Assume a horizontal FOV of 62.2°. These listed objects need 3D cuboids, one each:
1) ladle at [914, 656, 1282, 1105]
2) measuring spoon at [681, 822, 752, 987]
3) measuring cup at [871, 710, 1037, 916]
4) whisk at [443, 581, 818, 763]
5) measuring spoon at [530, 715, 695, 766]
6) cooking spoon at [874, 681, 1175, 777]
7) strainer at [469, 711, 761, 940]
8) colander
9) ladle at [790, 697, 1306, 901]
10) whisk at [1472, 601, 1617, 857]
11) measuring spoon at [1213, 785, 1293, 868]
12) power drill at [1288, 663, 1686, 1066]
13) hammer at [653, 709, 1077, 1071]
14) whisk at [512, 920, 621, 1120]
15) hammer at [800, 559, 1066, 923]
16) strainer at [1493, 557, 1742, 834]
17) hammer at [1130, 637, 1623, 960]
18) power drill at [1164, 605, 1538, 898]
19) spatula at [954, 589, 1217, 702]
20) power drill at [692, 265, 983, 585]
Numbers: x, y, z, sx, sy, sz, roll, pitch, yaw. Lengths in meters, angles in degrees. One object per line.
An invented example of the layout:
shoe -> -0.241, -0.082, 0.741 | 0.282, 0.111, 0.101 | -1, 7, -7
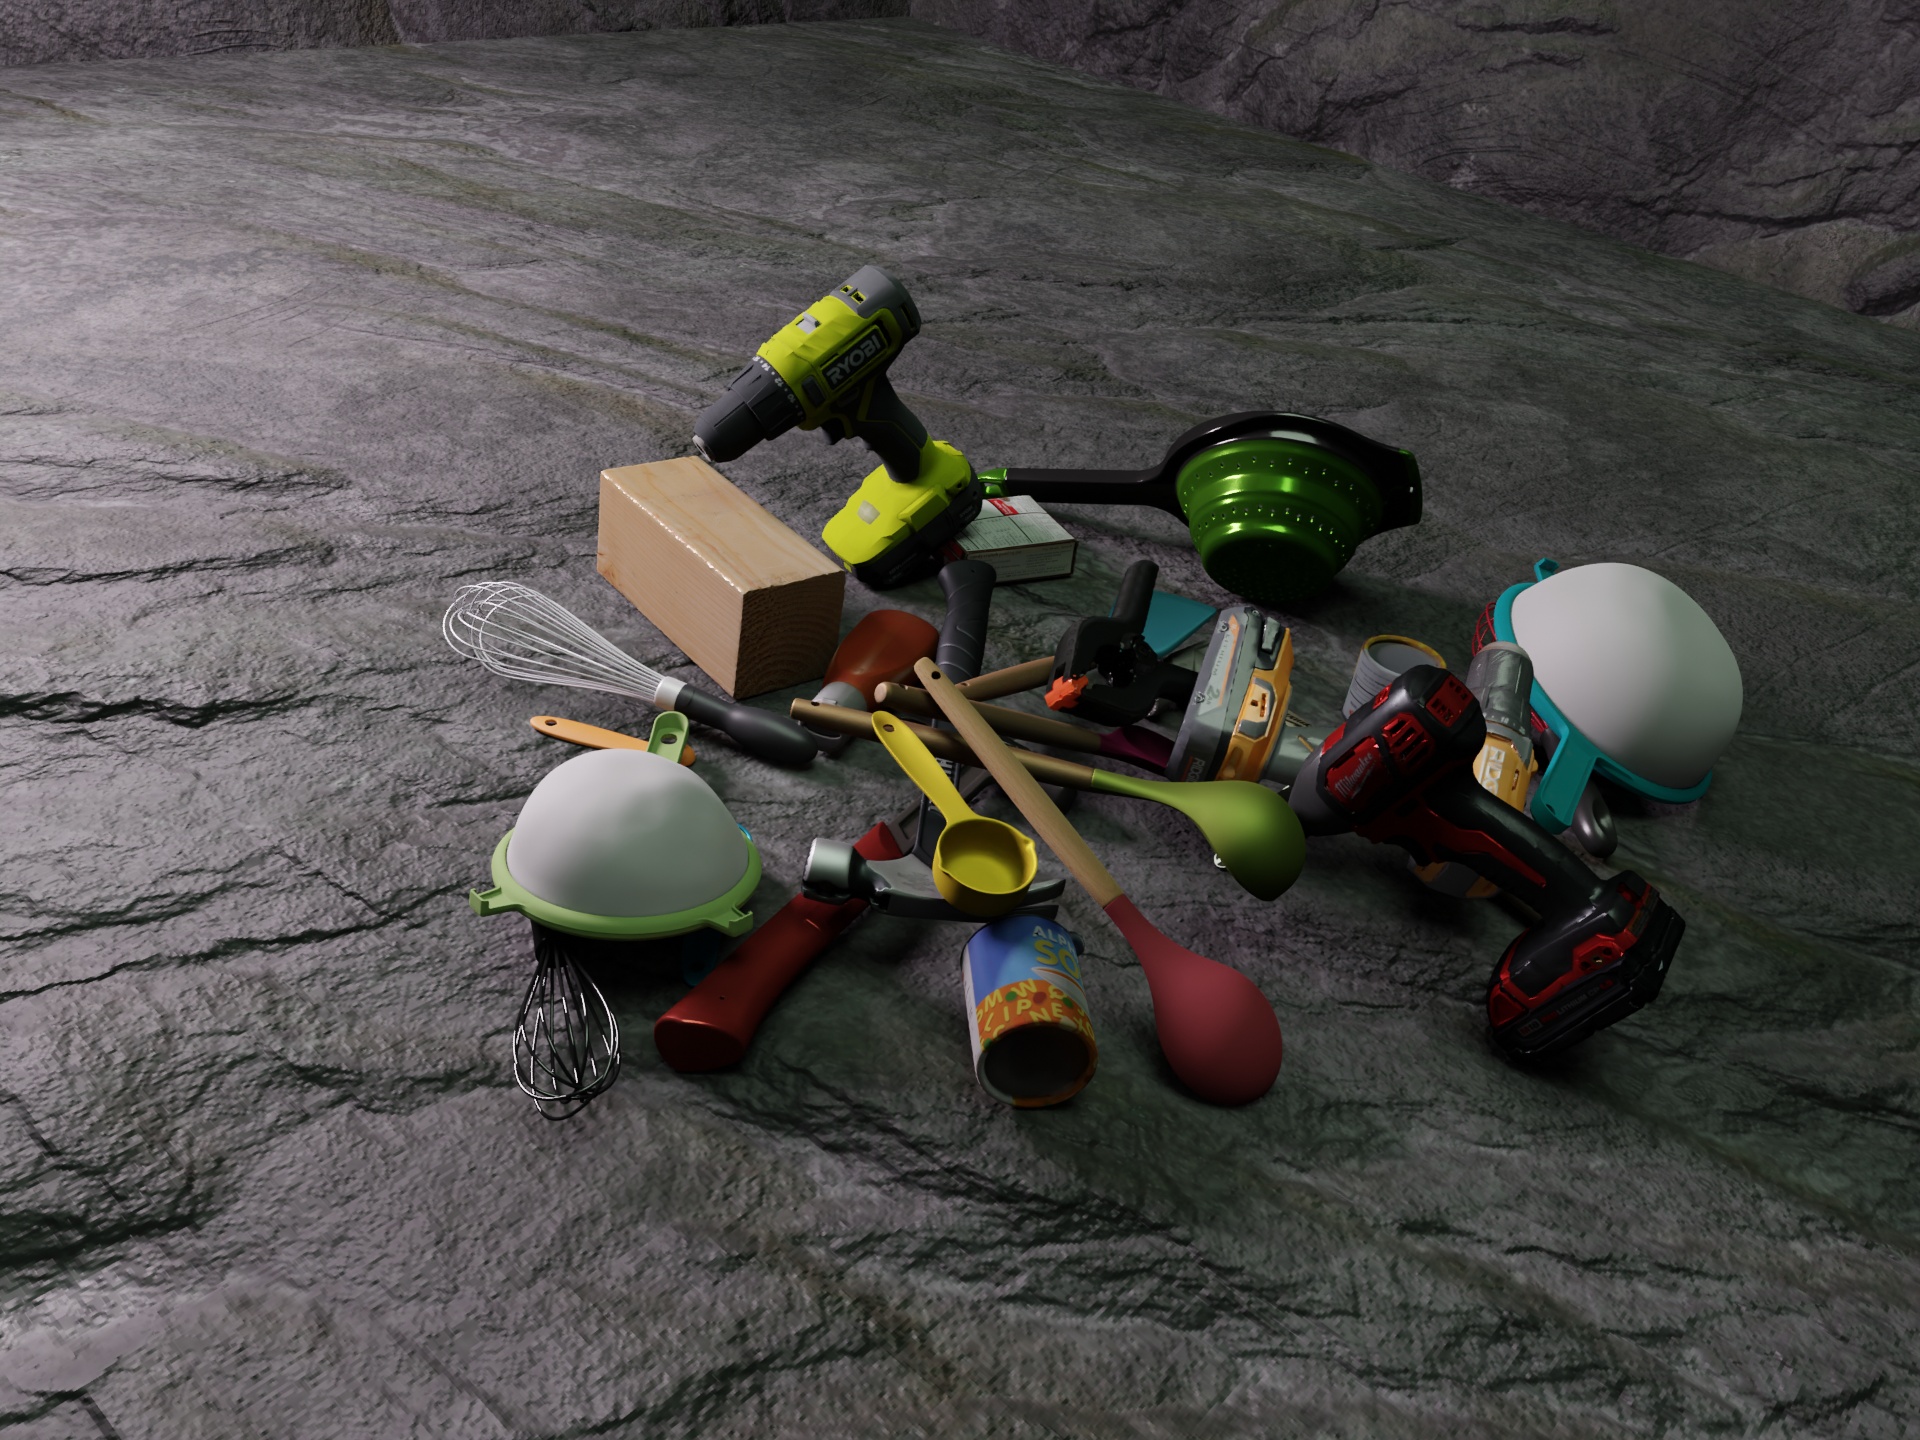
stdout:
ladle -> 0.072, 0.083, 0.904 | 0.069, 0.031, 0.316 | -33, 73, -20
measuring spoon -> -0.148, 0.111, 0.939 | 0.042, 0.021, 0.129 | 3, 42, -2
measuring cup -> -0.012, 0.052, 0.911 | 0.062, 0.029, 0.157 | -13, 46, -30
whisk -> -0.228, -0.028, 1.094 | 0.284, 0.070, 0.070 | 22, 35, 10
measuring spoon -> -0.234, 0.011, 1.068 | 0.117, 0.011, 0.021 | 13, 33, 6
cooking spoon -> 0.068, 0.011, 1.036 | 0.318, 0.017, 0.069 | 13, 26, -42
strainer -> -0.187, 0.034, 0.944 | 0.151, 0.069, 0.257 | 5, 26, -4
colander -> 0.189, -0.170, 1.372 | 0.397, 0.204, 0.095 | 4, 65, 22
ladle -> 0.051, 0.040, 0.957 | 0.320, 0.062, 0.078 | 14, 30, 5
whisk -> 0.450, 0.000, 1.217 | 0.073, 0.073, 0.296 | 7, 39, -3
measuring spoon -> 0.214, 0.062, 1.069 | 0.124, 0.018, 0.034 | -38, 65, -18
power drill -> 0.295, 0.085, 0.928 | 0.220, 0.143, 0.078 | 47, 43, 5
hammer -> -0.069, 0.090, 0.966 | 0.149, 0.036, 0.359 | 23, 35, 21
whisk -> -0.222, 0.128, 0.868 | 0.055, 0.055, 0.239 | -3, 30, -18
hammer -> -0.002, -0.003, 1.060 | 0.149, 0.036, 0.409 | 12, 33, -2
strainer -> 0.483, -0.022, 1.147 | 0.211, 0.095, 0.340 | 44, 38, 6
hammer -> 0.310, 0.052, 1.119 | 0.146, 0.038, 0.411 | -20, 43, -39
power drill -> 0.267, -0.001, 1.050 | 0.226, 0.084, 0.185 | 20, 60, 7
spatula -> 0.079, -0.051, 1.121 | 0.082, 0.044, 0.317 | 18, 19, 29
power drill -> -0.090, -0.214, 1.243 | 0.190, 0.228, 0.080 | -40, 49, -7
